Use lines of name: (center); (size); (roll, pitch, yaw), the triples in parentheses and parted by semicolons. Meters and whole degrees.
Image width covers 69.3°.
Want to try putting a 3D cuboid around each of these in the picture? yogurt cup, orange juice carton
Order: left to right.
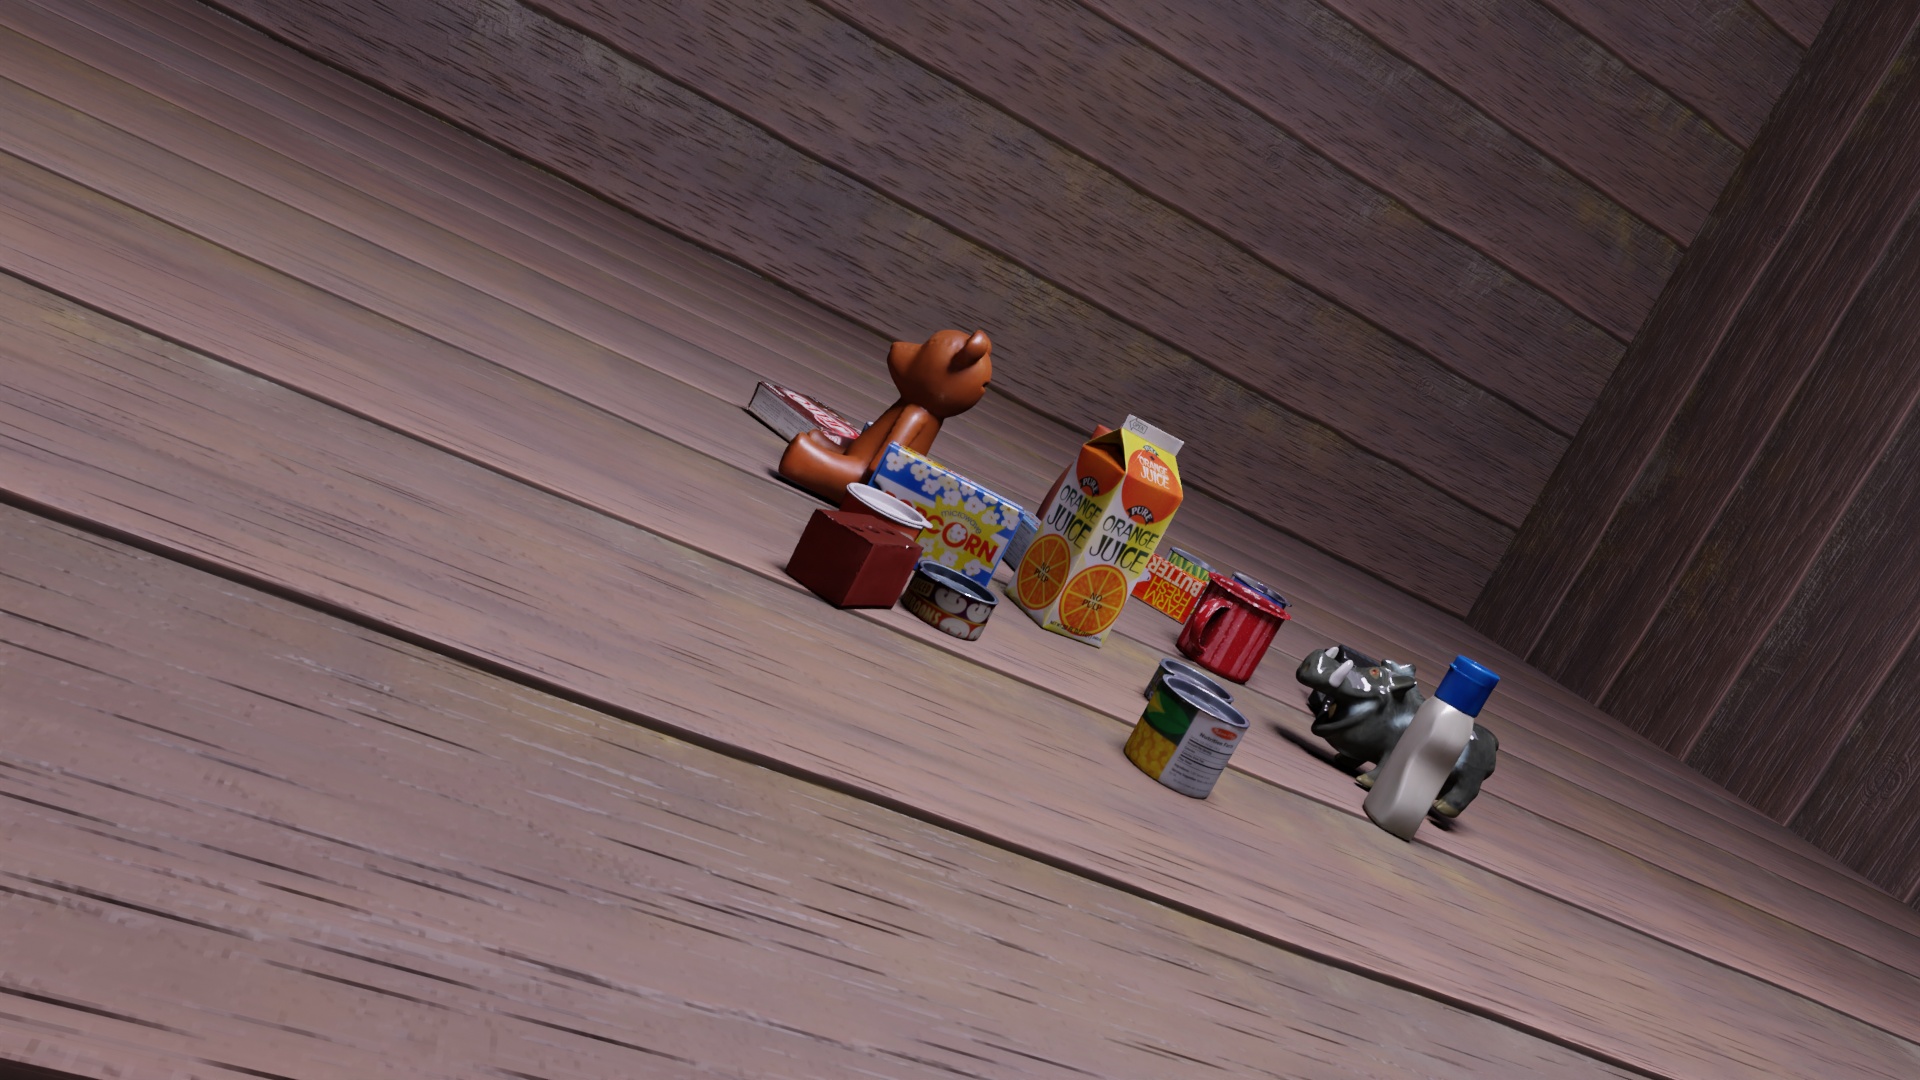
yogurt cup: (-0.067, -0.006, 1.064); (0.072, 0.054, 0.072); (27, 10, -5)
orange juice carton: (0.124, -0.013, 1.201); (0.072, 0.192, 0.073); (21, 12, -34)

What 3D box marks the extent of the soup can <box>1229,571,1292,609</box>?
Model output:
soup can: (0.303, 0.086, 1.483); (0.071, 0.083, 0.071); (27, 10, -5)

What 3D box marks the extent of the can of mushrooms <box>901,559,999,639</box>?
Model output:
can of mushrooms: (-0.010, 0.043, 1.027); (0.071, 0.033, 0.071); (27, 10, -5)

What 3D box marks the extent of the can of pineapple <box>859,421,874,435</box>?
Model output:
can of pineapple: (-0.078, -0.079, 1.388); (0.071, 0.057, 0.071); (27, 10, -5)

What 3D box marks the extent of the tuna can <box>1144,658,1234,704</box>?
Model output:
tuna can: (0.183, 0.125, 1.124); (0.071, 0.032, 0.071); (27, 10, -5)

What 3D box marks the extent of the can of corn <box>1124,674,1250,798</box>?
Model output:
can of corn: (0.151, 0.131, 0.939); (0.071, 0.058, 0.071); (27, 10, -5)

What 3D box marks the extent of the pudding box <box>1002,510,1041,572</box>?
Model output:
pudding box: (0.064, 0.002, 1.377); (0.030, 0.049, 0.084); (23, 11, -26)

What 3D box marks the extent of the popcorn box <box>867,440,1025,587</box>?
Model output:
popcorn box: (-0.021, -0.017, 1.149); (0.127, 0.085, 0.038); (27, 10, -5)

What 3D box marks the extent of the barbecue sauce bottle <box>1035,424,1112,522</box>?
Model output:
barbecue sauce bottle: (0.140, -0.061, 1.606); (0.065, 0.148, 0.044); (24, 10, -20)

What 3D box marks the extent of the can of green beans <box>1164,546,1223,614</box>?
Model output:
can of green beans: (0.266, 0.048, 1.651); (0.071, 0.057, 0.071); (27, 10, -5)

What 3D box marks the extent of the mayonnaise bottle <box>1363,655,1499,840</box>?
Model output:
mayonnaise bottle: (0.377, 0.164, 1.110); (0.041, 0.147, 0.065); (28, 10, 0)

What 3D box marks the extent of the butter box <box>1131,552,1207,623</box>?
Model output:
butter box: (0.218, 0.046, 1.553); (0.103, 0.053, 0.024); (30, 10, 13)
